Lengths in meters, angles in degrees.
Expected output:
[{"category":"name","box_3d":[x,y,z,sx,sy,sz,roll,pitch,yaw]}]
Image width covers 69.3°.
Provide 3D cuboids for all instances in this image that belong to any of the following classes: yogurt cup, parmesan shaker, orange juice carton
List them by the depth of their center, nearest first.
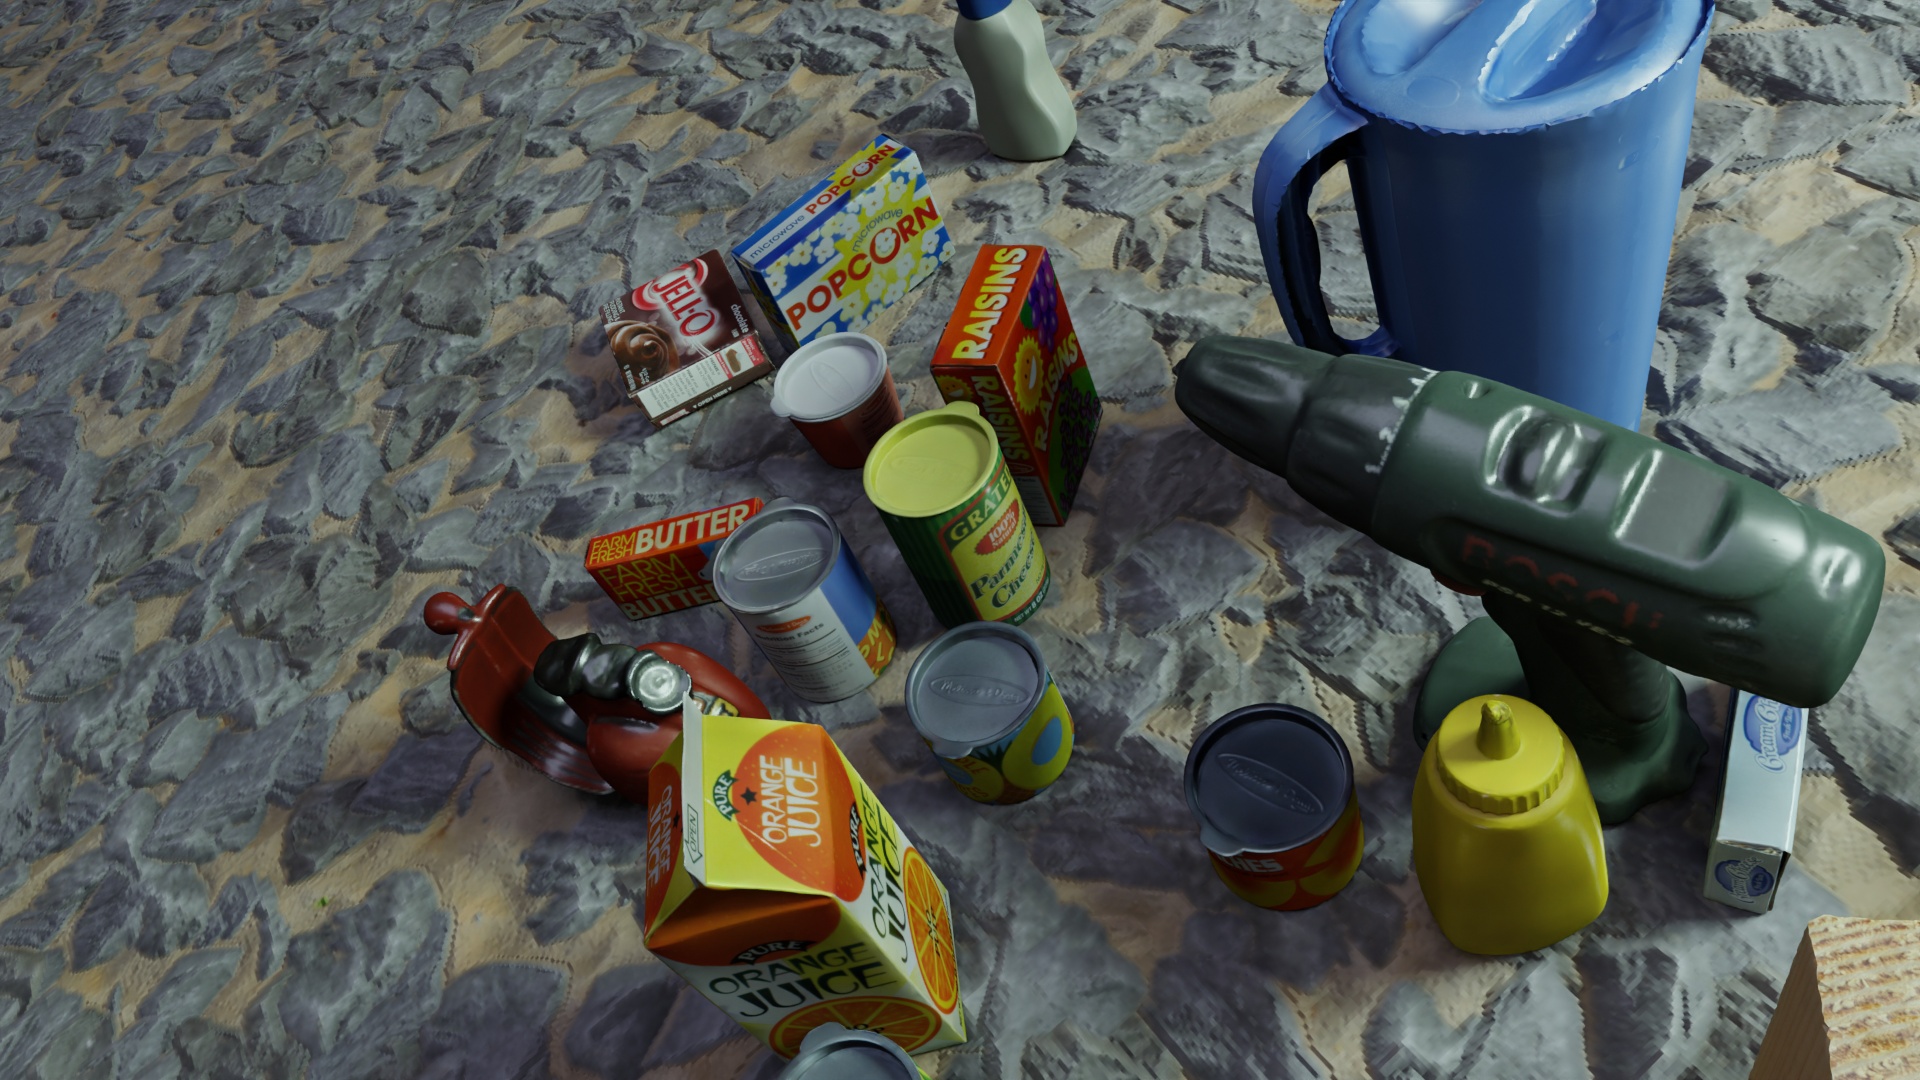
[{"category":"orange juice carton","box_3d":[-0.063,0.135,0.532,0.073,0.191,0.072,-17,48,9]},{"category":"parmesan shaker","box_3d":[0.002,-0.009,0.683,0.071,0.102,0.072,-11,49,14]},{"category":"yogurt cup","box_3d":[-0.067,-0.079,0.802,0.072,0.053,0.073,-11,49,13]}]

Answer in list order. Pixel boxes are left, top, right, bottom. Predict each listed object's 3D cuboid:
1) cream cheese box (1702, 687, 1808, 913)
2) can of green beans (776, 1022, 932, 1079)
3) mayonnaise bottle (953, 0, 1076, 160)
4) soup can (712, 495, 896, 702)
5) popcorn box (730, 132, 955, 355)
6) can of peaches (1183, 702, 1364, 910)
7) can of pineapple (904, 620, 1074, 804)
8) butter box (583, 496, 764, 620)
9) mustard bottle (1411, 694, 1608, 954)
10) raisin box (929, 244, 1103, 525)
[{"category":"cream cheese box","box_3d":[0.301,0.081,0.522,0.024,0.053,0.104,9,57,28]},{"category":"can of green beans","box_3d":[-0.035,0.231,0.533,0.071,0.057,0.071,-11,49,13]},{"category":"mayonnaise bottle","box_3d":[0.028,-0.314,0.894,0.065,0.147,0.041,11,58,29]},{"category":"soup can","box_3d":[-0.076,0.030,0.696,0.071,0.083,0.072,-11,49,14]},{"category":"popcorn box","box_3d":[-0.071,-0.180,0.866,0.127,0.085,0.038,-42,49,-13]},{"category":"can of peaches","box_3d":[0.127,0.111,0.565,0.071,0.057,0.071,-11,49,13]},{"category":"can of pineapple","box_3d":[0.013,0.081,0.636,0.071,0.057,0.071,-11,49,13]},{"category":"butter box","box_3d":[-0.148,0.011,0.762,0.103,0.053,0.024,-13,49,12]},{"category":"mustard bottle","box_3d":[0.190,0.094,0.484,0.065,0.159,0.049,-16,48,9]},{"category":"raisin box","box_3d":[0.032,-0.078,0.715,0.040,0.123,0.086,5,55,26]}]
